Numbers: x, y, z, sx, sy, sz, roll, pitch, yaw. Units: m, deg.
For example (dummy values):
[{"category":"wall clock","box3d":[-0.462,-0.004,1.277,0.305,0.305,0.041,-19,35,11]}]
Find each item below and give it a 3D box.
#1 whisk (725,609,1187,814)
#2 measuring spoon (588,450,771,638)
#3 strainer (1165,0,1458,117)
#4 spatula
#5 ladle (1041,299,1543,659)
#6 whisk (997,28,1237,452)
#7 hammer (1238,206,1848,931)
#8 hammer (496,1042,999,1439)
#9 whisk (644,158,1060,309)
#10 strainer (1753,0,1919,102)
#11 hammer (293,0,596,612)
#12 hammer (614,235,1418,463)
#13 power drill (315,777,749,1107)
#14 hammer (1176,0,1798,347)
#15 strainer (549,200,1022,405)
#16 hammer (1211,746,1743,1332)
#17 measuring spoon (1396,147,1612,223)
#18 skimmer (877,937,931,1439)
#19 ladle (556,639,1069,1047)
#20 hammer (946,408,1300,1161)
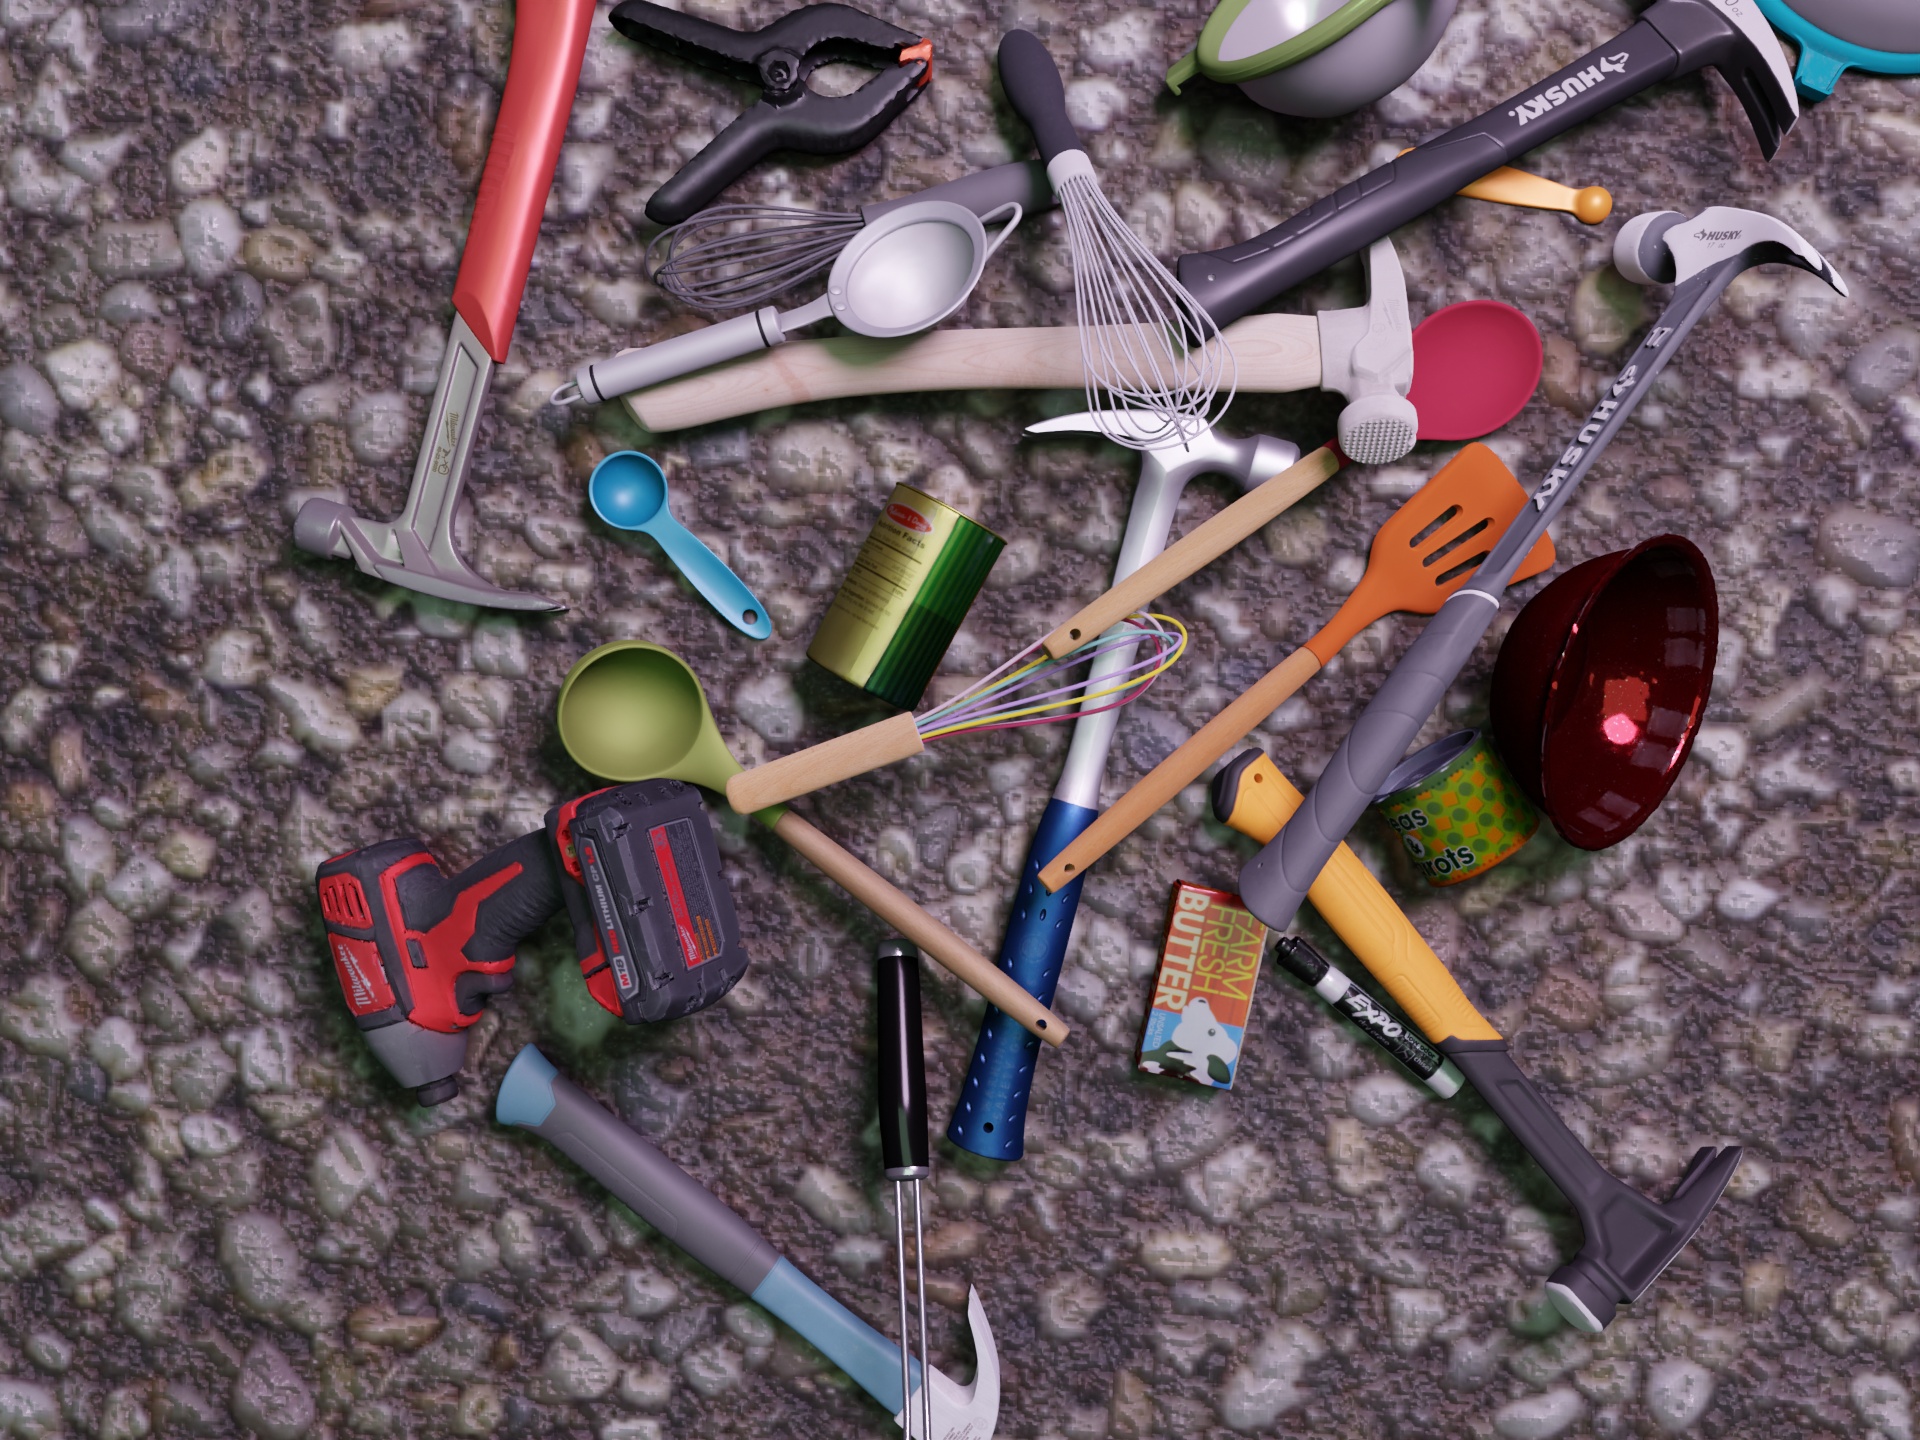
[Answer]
[{"category":"whisk","box3d":[-0.002,-0.003,0.804,0.245,0.051,0.047,-20,68,0]},{"category":"measuring spoon","box3d":[-0.149,-0.093,0.864,0.042,0.021,0.128,-43,99,2]},{"category":"strainer","box3d":[0.220,-0.335,0.749,0.151,0.257,0.069,-47,121,-3]},{"category":"spatula","box3d":[0.167,-0.018,0.821,0.322,0.041,0.081,-40,103,-9]},{"category":"ladle","box3d":[0.169,-0.119,0.807,0.315,0.031,0.069,-34,93,-14]},{"category":"whisk","box3d":[0.063,-0.244,0.782,0.070,0.070,0.285,-19,62,2]},{"category":"hammer","box3d":[0.262,-0.070,0.770,0.036,0.149,0.409,32,96,-18]},{"category":"hammer","box3d":[-0.118,0.293,0.861,0.331,0.033,0.128,38,93,1]},{"category":"whisk","box3d":[-0.049,-0.263,0.838,0.239,0.055,0.055,-14,91,-2]},{"category":"strainer","box3d":[0.554,-0.464,0.786,0.340,0.095,0.211,-20,91,4]},{"category":"hammer","box3d":[-0.240,-0.241,0.851,0.149,0.037,0.359,16,92,2]},{"category":"hammer","box3d":[0.022,-0.195,0.828,0.410,0.038,0.146,-1,61,8]},{"category":"power drill","box3d":[-0.227,0.116,0.816,0.219,0.078,0.143,-16,90,24]},{"category":"hammer","box3d":[0.252,-0.276,0.791,0.335,0.035,0.146,-30,72,-5]},{"category":"strainer","box3d":[-0.088,-0.202,0.807,0.258,0.050,0.087,-16,58,6]},{"category":"hammer","box3d":[0.257,0.146,0.834,0.127,0.034,0.337,-39,85,-17]},{"category":"measuring spoon","box3d":[0.288,-0.285,0.842,0.117,0.011,0.021,14,92,2]},{"category":"skimmer","box3d":[-0.022,0.300,0.825,0.127,0.090,0.364,-6,70,6]},{"category":"ladle","box3d":[-0.076,0.069,0.825,0.320,0.062,0.078,37,96,7]},{"category":"hammer","box3d":[0.058,0.032,0.847,0.144,0.035,0.405,15,92,1]}]
